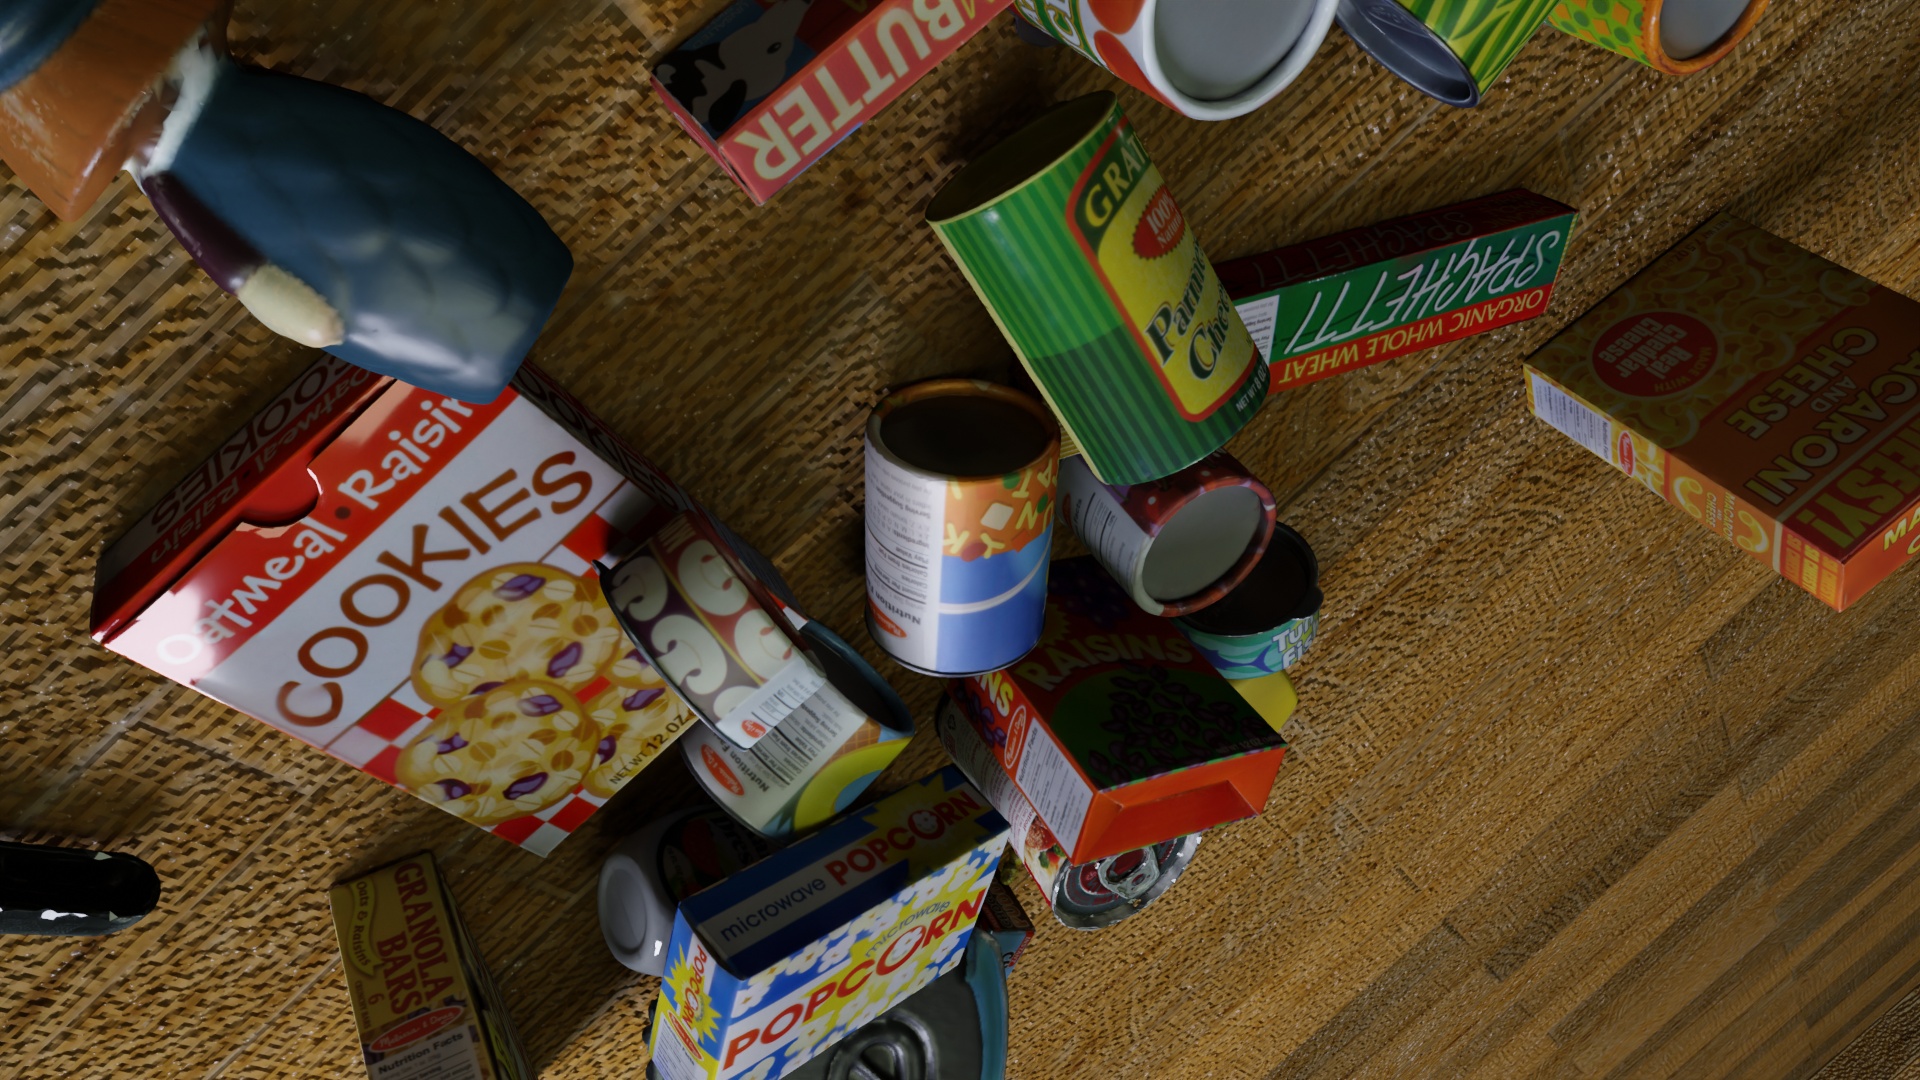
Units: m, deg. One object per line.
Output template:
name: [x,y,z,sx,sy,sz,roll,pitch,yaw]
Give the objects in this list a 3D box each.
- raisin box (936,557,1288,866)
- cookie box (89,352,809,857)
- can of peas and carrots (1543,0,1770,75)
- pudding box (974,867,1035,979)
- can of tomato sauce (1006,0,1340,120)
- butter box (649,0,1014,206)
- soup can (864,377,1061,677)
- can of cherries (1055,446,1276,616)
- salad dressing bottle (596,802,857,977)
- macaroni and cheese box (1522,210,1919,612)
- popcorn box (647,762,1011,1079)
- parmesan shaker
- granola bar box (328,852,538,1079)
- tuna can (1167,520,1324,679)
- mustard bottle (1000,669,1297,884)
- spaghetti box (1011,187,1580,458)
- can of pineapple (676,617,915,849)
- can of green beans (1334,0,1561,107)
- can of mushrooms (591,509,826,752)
raisin box: [0.050,0.059,0.527,0.086,0.124,0.039,-9,128,-28]
cookie box: [-0.143,0.017,0.422,0.123,0.040,0.167,-42,136,2]
can of peas and carrots: [0.249,-0.205,0.496,0.071,0.059,0.070,-18,133,-21]
pudding box: [-0.002,0.196,0.656,0.030,0.050,0.083,9,118,-37]
can of tomato sauce: [0.053,-0.159,0.382,0.071,0.083,0.070,-18,132,-21]
butter box: [-0.029,-0.138,0.366,0.103,0.053,0.024,-39,138,-1]
soup can: [0.002,-0.006,0.484,0.071,0.071,0.083,-16,131,-23]
can of cherries: [0.080,-0.014,0.536,0.072,0.058,0.071,-18,132,-21]
salad dressing bottle: [-0.069,0.132,0.555,0.148,0.064,0.043,-2,145,-43]
macaroni and cheese box: [0.354,-0.063,0.603,0.124,0.167,0.040,-37,136,-3]
popcorn box: [-0.046,0.142,0.499,0.127,0.038,0.084,-20,138,-41]
parmesan shaker: [0.046,-0.078,0.432,0.071,0.071,0.103,-37,113,-3]
granola bar box: [-0.171,0.211,0.499,0.039,0.124,0.164,-20,133,-20]
tuna can: [0.120,0.025,0.585,0.071,0.071,0.032,-30,137,-11]
mustard bottle: [0.078,0.102,0.636,0.160,0.049,0.065,-38,136,-1]
spaghetti box: [0.133,-0.087,0.535,0.251,0.029,0.049,-18,132,-22]
can of pineapple: [-0.058,0.068,0.504,0.058,0.071,0.071,-47,136,7]
can of green beans: [0.159,-0.184,0.447,0.071,0.071,0.057,28,106,-44]
can of mushrooms: [-0.072,0.024,0.401,0.033,0.071,0.070,-39,137,-3]
